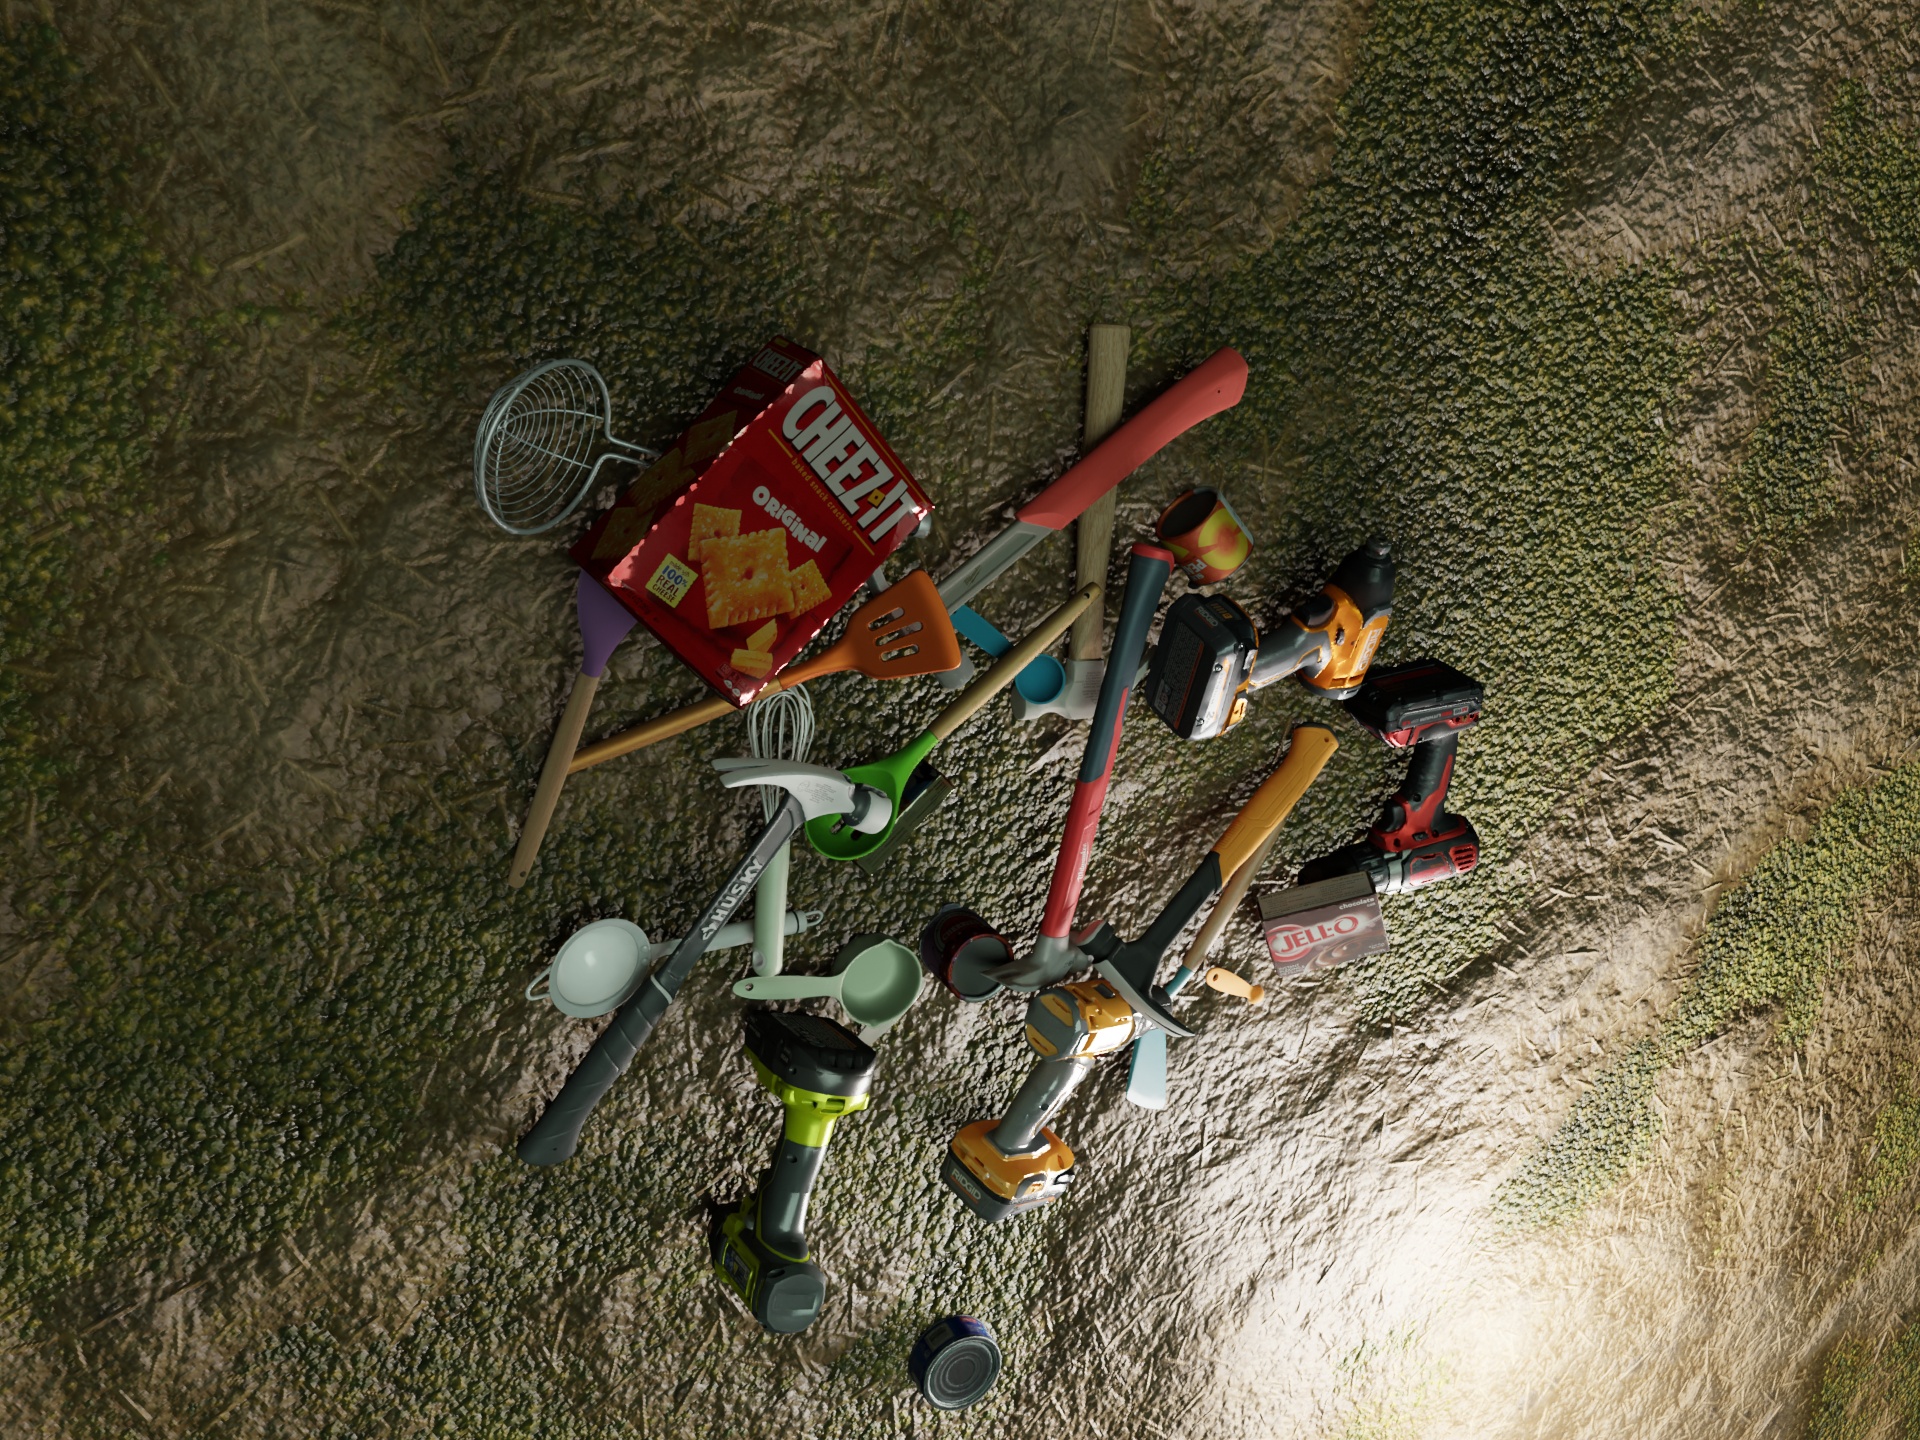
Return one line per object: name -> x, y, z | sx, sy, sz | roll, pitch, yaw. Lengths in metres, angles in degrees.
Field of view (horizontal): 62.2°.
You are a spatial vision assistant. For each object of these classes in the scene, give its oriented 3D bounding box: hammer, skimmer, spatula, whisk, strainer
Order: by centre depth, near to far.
skimmer -> -0.172, -0.169, 1.155 | 0.363, 0.090, 0.127 | 10, 110, -29
spatula -> -0.281, -0.013, 1.163 | 0.059, 0.018, 0.315 | 8, 114, -39
spatula -> -0.160, -0.021, 1.204 | 0.322, 0.041, 0.081 | -22, 95, -5
hammer -> -0.224, 0.192, 1.225 | 0.149, 0.036, 0.409 | 25, 108, -41
whisk -> -0.147, 0.087, 1.264 | 0.059, 0.058, 0.246 | -7, 106, -46
hammer -> 0.085, -0.188, 1.271 | 0.359, 0.037, 0.149 | -40, 121, -9
strainer -> -0.227, 0.181, 1.273 | 0.258, 0.050, 0.086 | -8, 117, -30
hammer -> 0.115, -0.163, 1.334 | 0.130, 0.031, 0.331 | -4, 108, -25
hammer -> 0.106, 0.041, 1.334 | 0.143, 0.038, 0.386 | -4, 110, -56
hammer -> 0.247, 0.126, 1.433 | 0.127, 0.034, 0.337 | 47, 64, -6
spatula -> 0.239, 0.219, 1.513 | 0.082, 0.044, 0.317 | 31, 89, -51

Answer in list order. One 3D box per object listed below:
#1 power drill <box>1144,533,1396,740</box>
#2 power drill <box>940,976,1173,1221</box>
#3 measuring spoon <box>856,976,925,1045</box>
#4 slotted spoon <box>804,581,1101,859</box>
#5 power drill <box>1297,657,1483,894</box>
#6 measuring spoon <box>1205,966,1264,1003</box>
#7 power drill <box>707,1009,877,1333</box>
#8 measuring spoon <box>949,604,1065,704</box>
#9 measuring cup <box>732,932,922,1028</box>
power drill -> 0.281, -0.077, 1.382 | 0.226, 0.084, 0.164 | -15, 137, -29
power drill -> 0.095, 0.328, 1.428 | 0.185, 0.084, 0.226 | 4, 118, -52
measuring spoon -> -0.078, 0.267, 1.392 | 0.124, 0.018, 0.034 | -43, 120, -16
slotted spoon -> -0.002, -0.004, 1.289 | 0.314, 0.031, 0.070 | -42, 89, -5
power drill -> 0.413, 0.068, 1.532 | 0.188, 0.080, 0.226 | -12, 116, -15
measuring spoon -> 0.266, 0.257, 1.536 | 0.116, 0.011, 0.021 | 29, 86, -50
power drill -> -0.149, 0.359, 1.305 | 0.080, 0.171, 0.223 | 13, 92, -29
measuring spoon -> 0.031, -0.061, 1.316 | 0.128, 0.021, 0.042 | 38, 87, -4
measuring cup -> -0.115, 0.217, 1.341 | 0.167, 0.038, 0.083 | 3, 105, -25
